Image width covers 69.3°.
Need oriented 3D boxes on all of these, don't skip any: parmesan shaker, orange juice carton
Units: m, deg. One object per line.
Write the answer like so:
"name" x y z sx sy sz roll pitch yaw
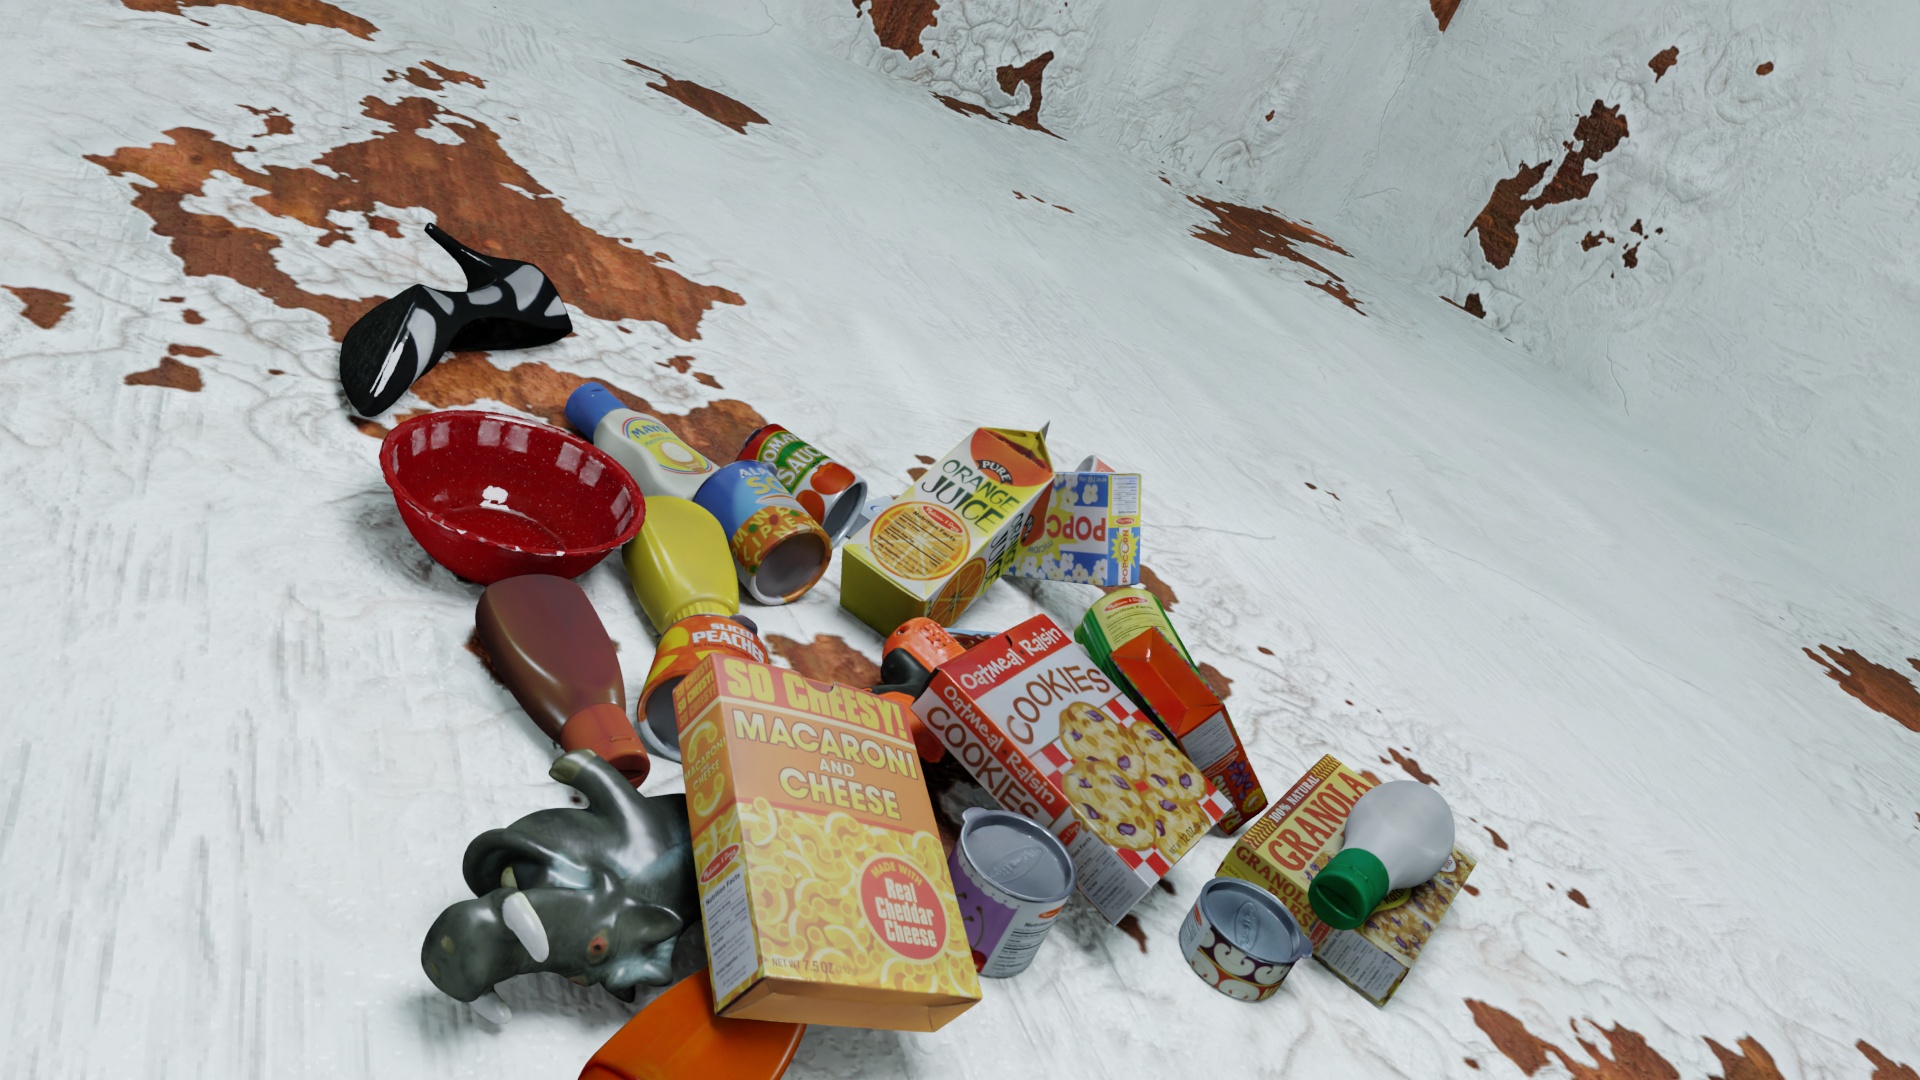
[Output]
"parmesan shaker" 0.130 0.092 1.008 0.071 0.071 0.103 13 29 -22
"orange juice carton" 0.004 -0.012 0.994 0.073 0.071 0.193 34 55 19

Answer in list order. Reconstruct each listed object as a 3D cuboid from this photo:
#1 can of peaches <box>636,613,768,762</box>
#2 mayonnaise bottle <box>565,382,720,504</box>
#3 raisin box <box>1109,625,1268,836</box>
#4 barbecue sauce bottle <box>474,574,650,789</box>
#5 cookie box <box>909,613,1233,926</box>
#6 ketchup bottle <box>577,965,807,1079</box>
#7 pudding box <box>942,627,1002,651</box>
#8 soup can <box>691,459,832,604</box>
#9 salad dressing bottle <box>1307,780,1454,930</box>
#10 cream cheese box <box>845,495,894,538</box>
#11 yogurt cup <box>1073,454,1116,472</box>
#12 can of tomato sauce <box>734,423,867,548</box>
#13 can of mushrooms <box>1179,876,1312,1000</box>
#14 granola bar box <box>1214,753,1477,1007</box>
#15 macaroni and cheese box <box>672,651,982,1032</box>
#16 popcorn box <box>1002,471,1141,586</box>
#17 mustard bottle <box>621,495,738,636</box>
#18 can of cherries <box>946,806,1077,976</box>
"can of peaches" -0.143 0.082 0.781 0.071 0.071 0.058 20 27 -10
"mayonnaise bottle" -0.230 -0.063 1.014 0.148 0.041 0.065 38 31 25
"raisin box" 0.150 0.125 0.907 0.086 0.040 0.123 51 -6 47
"barbecue sauce bottle" -0.214 0.078 0.760 0.065 0.043 0.149 1 35 -40
"cookie box" 0.067 0.125 0.810 0.168 0.040 0.123 45 31 15
"ketchup bottle" -0.097 0.211 0.608 0.065 0.043 0.149 37 28 12
"pudding box" 0.023 0.088 0.960 0.084 0.030 0.050 6 32 -33
"soup can" -0.135 -0.008 0.957 0.071 0.071 0.084 -4 38 -45
"salad dressing bottle" 0.259 0.194 0.858 0.064 0.043 0.148 39 31 23
"cream cheese box" -0.036 0.005 1.073 0.104 0.024 0.053 33 26 17
"yogurt cup" 0.123 -0.035 1.242 0.054 0.072 0.073 29 25 -10
"can of tomato sauce" -0.120 -0.040 1.032 0.083 0.071 0.071 32 27 14
"can of mushrooms" 0.165 0.232 0.806 0.071 0.033 0.071 20 25 -10
"granola bar box" 0.255 0.215 0.908 0.124 0.039 0.166 36 28 22
"macaroni and cheese box" -0.064 0.140 0.652 0.124 0.040 0.167 21 38 -38
"popcorn box" 0.083 -0.011 1.076 0.038 0.085 0.126 -2 4 -39
"mustard bottle" -0.172 0.032 0.877 0.065 0.048 0.161 10 30 -30
"can of cherries" 0.019 0.186 0.740 0.071 0.058 0.072 19 27 -10
